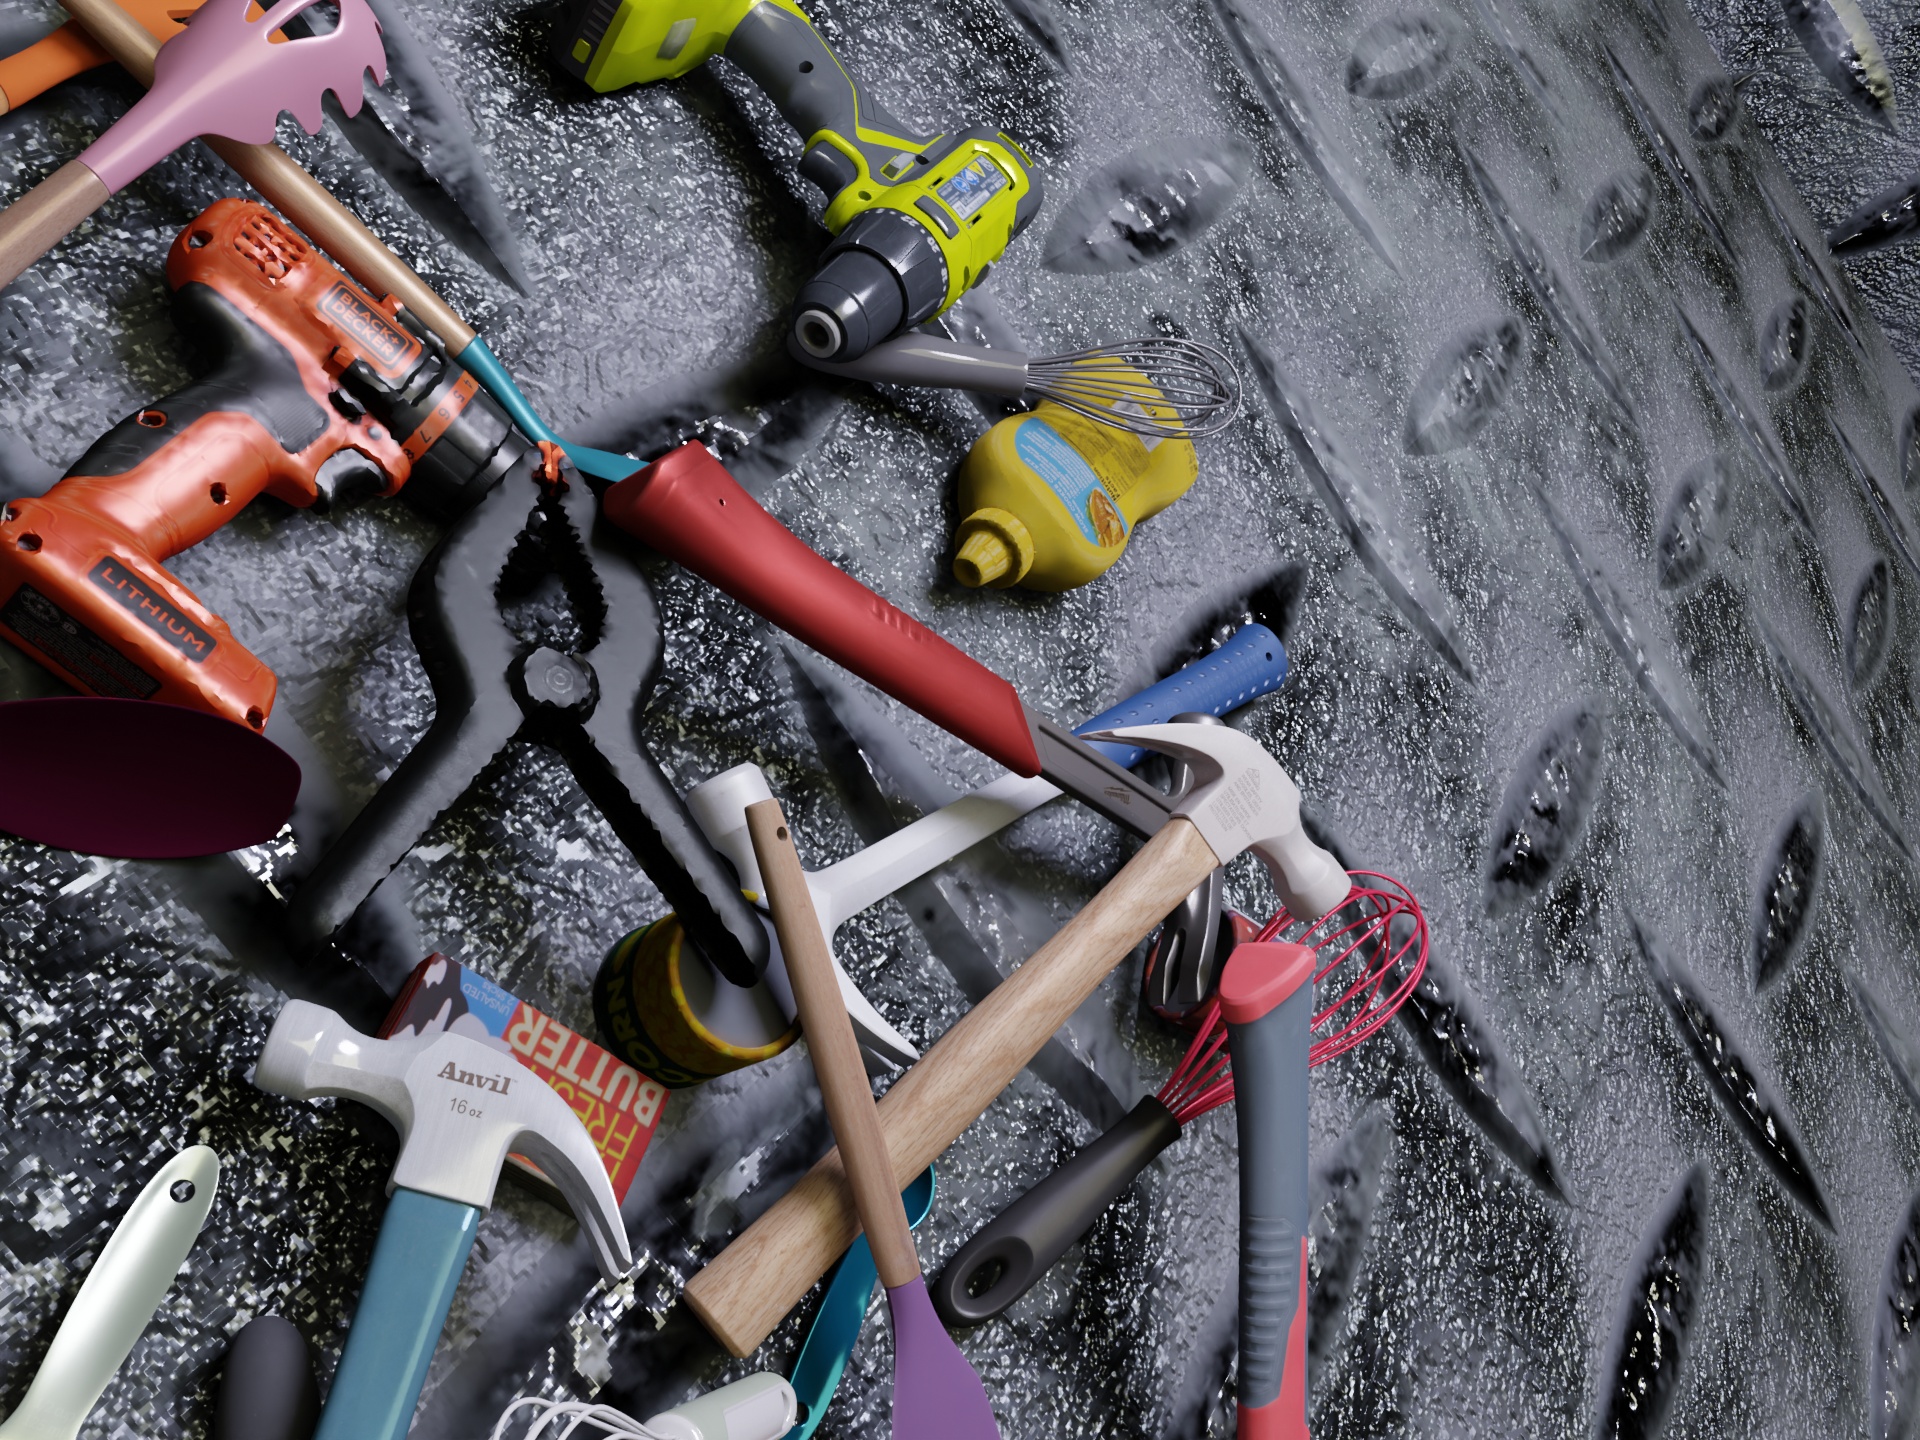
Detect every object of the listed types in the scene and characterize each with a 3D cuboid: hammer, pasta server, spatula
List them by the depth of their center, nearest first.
[{"bbox_3d":[-0.180,0.243,0.431,0.128,0.033,0.331,19,54,-13],"label":"hammer"},{"bbox_3d":[-0.306,-0.158,0.523,0.060,0.040,0.316,41,66,-13],"label":"pasta server"},{"bbox_3d":[-0.358,-0.203,0.552,0.081,0.041,0.323,49,50,-14],"label":"spatula"},{"bbox_3d":[-0.030,0.182,0.584,0.059,0.018,0.316,-16,90,-50],"label":"spatula"},{"bbox_3d":[-0.210,-0.174,0.629,0.044,0.082,0.317,-46,116,2],"label":"spatula"},{"bbox_3d":[0.021,0.120,0.644,0.331,0.031,0.130,-41,101,-23],"label":"hammer"},{"bbox_3d":[0.140,0.287,0.664,0.143,0.038,0.386,2,88,-41],"label":"hammer"},{"bbox_3d":[-0.001,-0.002,0.686,0.358,0.037,0.149,32,57,-36],"label":"hammer"},{"bbox_3d":[0.050,0.031,0.790,0.405,0.035,0.144,-26,88,-45],"label":"hammer"}]

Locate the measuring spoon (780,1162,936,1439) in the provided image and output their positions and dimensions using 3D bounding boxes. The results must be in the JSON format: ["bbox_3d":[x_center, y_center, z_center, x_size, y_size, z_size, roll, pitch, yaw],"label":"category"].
[{"bbox_3d":[-0.048,0.224,0.630,0.042,0.021,0.129,37,59,-23],"label":"measuring spoon"}]

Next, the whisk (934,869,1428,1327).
[{"bbox_3d":[0.104,0.163,0.704,0.296,0.073,0.073,-36,96,-21],"label":"whisk"}]

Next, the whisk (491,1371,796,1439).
[{"bbox_3d":[-0.090,0.222,0.478,0.246,0.059,0.058,57,28,-72],"label":"whisk"}]

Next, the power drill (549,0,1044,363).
[{"bbox_3d":[-0.081,-0.284,0.770,0.228,0.080,0.191,43,47,-7],"label":"power drill"}]

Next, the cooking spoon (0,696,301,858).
[{"bbox_3d":[-0.354,-0.009,0.448,0.318,0.068,0.017,15,34,-31],"label":"cooking spoon"}]

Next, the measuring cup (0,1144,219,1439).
[{"bbox_3d":[-0.254,0.198,0.439,0.083,0.038,0.168,29,48,-13],"label":"measuring cup"}]

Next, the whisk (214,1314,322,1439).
[{"bbox_3d":[-0.186,0.313,0.439,0.070,0.070,0.285,6,61,-40],"label":"whisk"}]

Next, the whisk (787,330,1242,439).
[{"bbox_3d":[0.030,-0.180,0.814,0.239,0.055,0.055,5,65,-12],"label":"whisk"}]
